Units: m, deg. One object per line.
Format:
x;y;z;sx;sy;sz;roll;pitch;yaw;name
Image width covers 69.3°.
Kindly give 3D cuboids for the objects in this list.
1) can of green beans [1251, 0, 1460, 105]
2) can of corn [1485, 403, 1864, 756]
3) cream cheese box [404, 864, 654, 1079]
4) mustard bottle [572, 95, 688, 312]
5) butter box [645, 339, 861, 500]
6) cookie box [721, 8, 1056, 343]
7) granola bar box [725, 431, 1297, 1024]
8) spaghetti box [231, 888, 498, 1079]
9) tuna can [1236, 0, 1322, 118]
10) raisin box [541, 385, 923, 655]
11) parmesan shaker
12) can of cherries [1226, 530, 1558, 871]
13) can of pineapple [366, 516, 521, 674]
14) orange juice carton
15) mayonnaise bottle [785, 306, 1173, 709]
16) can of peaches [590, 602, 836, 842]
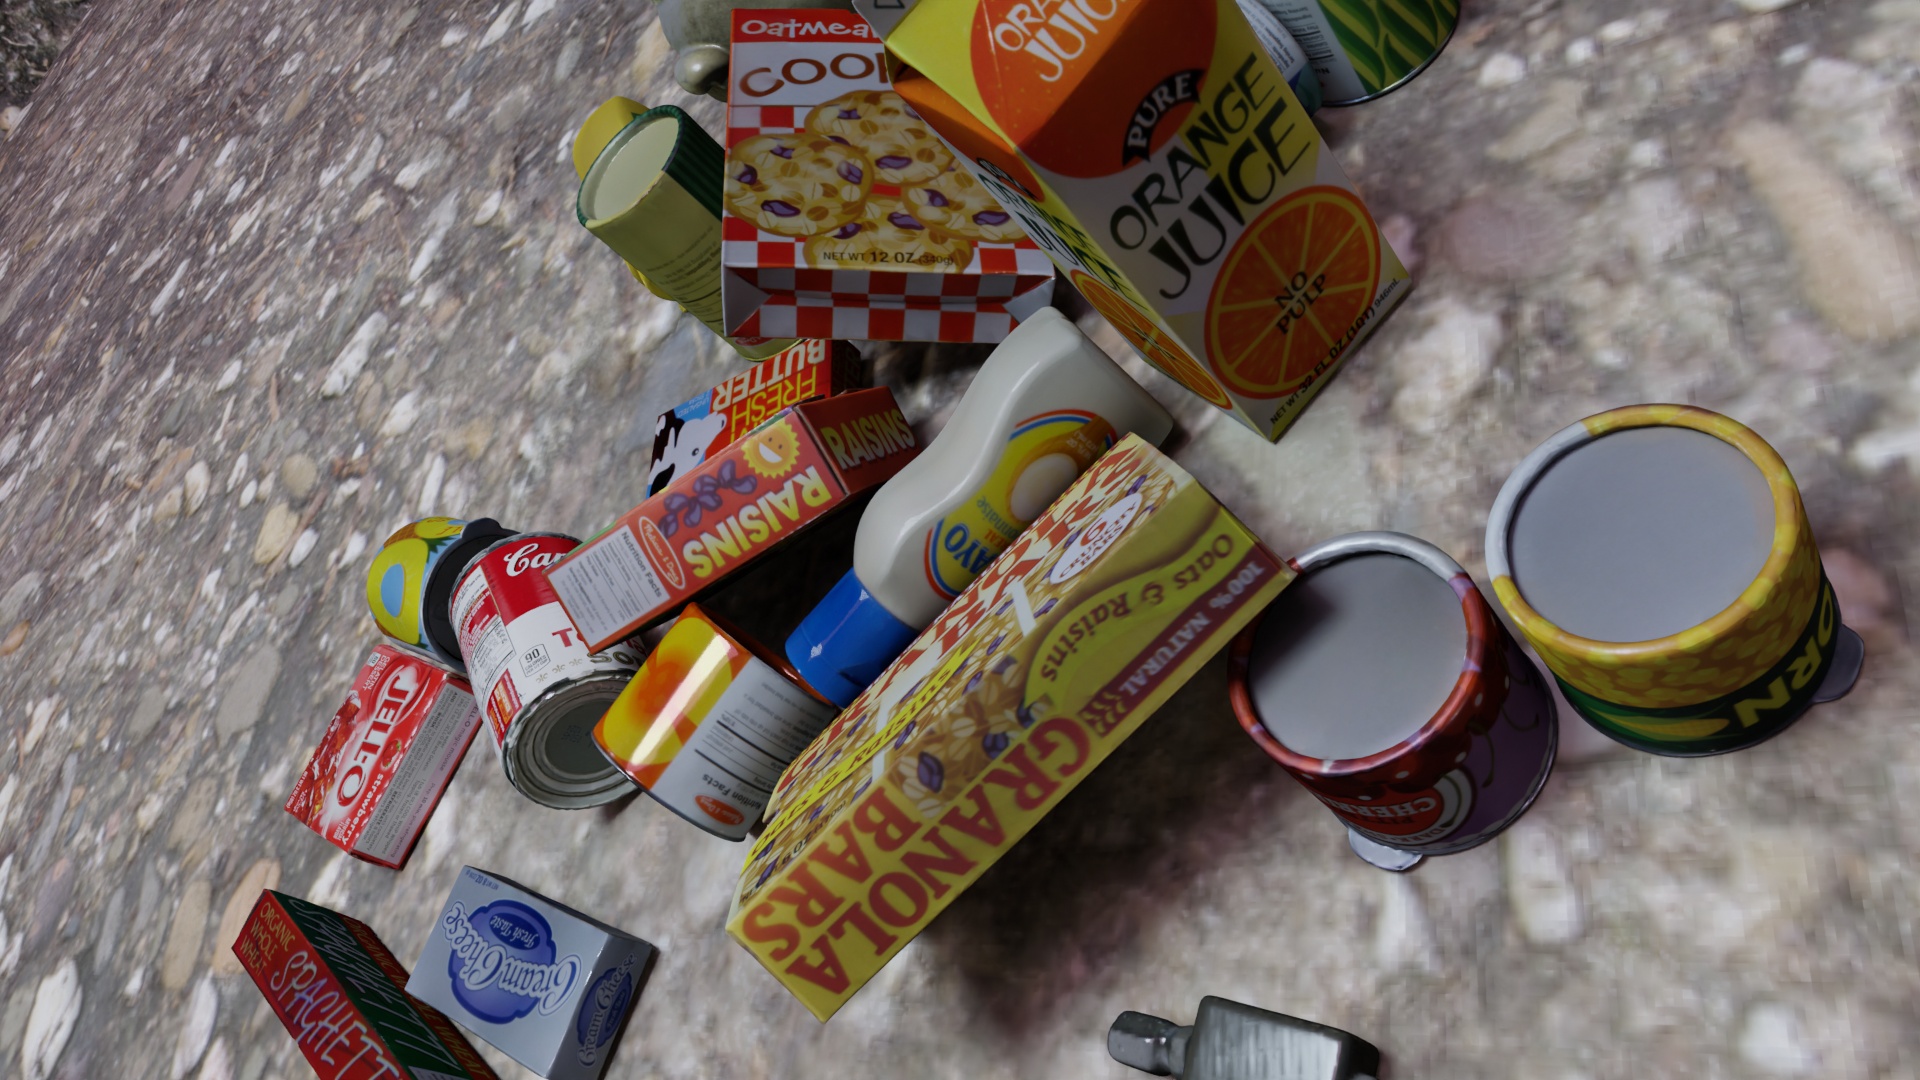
0.136;-0.200;0.495;0.071;0.057;0.071;-21;51;28;can of green beans
0.167;0.010;0.325;0.071;0.058;0.071;-21;51;28;can of corn
-0.162;0.160;0.517;0.104;0.024;0.053;6;67;42;cream cheese box
-0.152;-0.165;0.707;0.048;0.065;0.161;-42;49;17;mustard bottle
-0.089;-0.047;0.599;0.103;0.024;0.053;-22;51;27;butter box
-0.033;-0.153;0.565;0.123;0.040;0.168;0;52;-7;cookie box
0.010;0.043;0.400;0.165;0.039;0.124;-45;7;6;granola bar box
-0.202;0.195;0.508;0.250;0.050;0.029;19;74;45;spaghetti box
0.096;-0.168;0.502;0.033;0.071;0.071;-45;43;5;tuna can
-0.083;-0.010;0.524;0.123;0.086;0.040;-30;90;20;raisin box
-0.109;-0.137;0.619;0.071;0.103;0.071;-21;50;28;parmesan shaker
0.109;0.041;0.352;0.071;0.058;0.072;-21;50;27;can of cherries
-0.226;0.022;0.633;0.058;0.071;0.071;9;68;43;can of pineapple
0.051;-0.117;0.409;0.072;0.192;0.073;-49;42;3;orange juice carton
0.002;-0.006;0.472;0.148;0.064;0.041;-48;37;9;mayonnaise bottle
-0.087;0.062;0.492;0.058;0.071;0.071;-53;43;-3;can of peaches
